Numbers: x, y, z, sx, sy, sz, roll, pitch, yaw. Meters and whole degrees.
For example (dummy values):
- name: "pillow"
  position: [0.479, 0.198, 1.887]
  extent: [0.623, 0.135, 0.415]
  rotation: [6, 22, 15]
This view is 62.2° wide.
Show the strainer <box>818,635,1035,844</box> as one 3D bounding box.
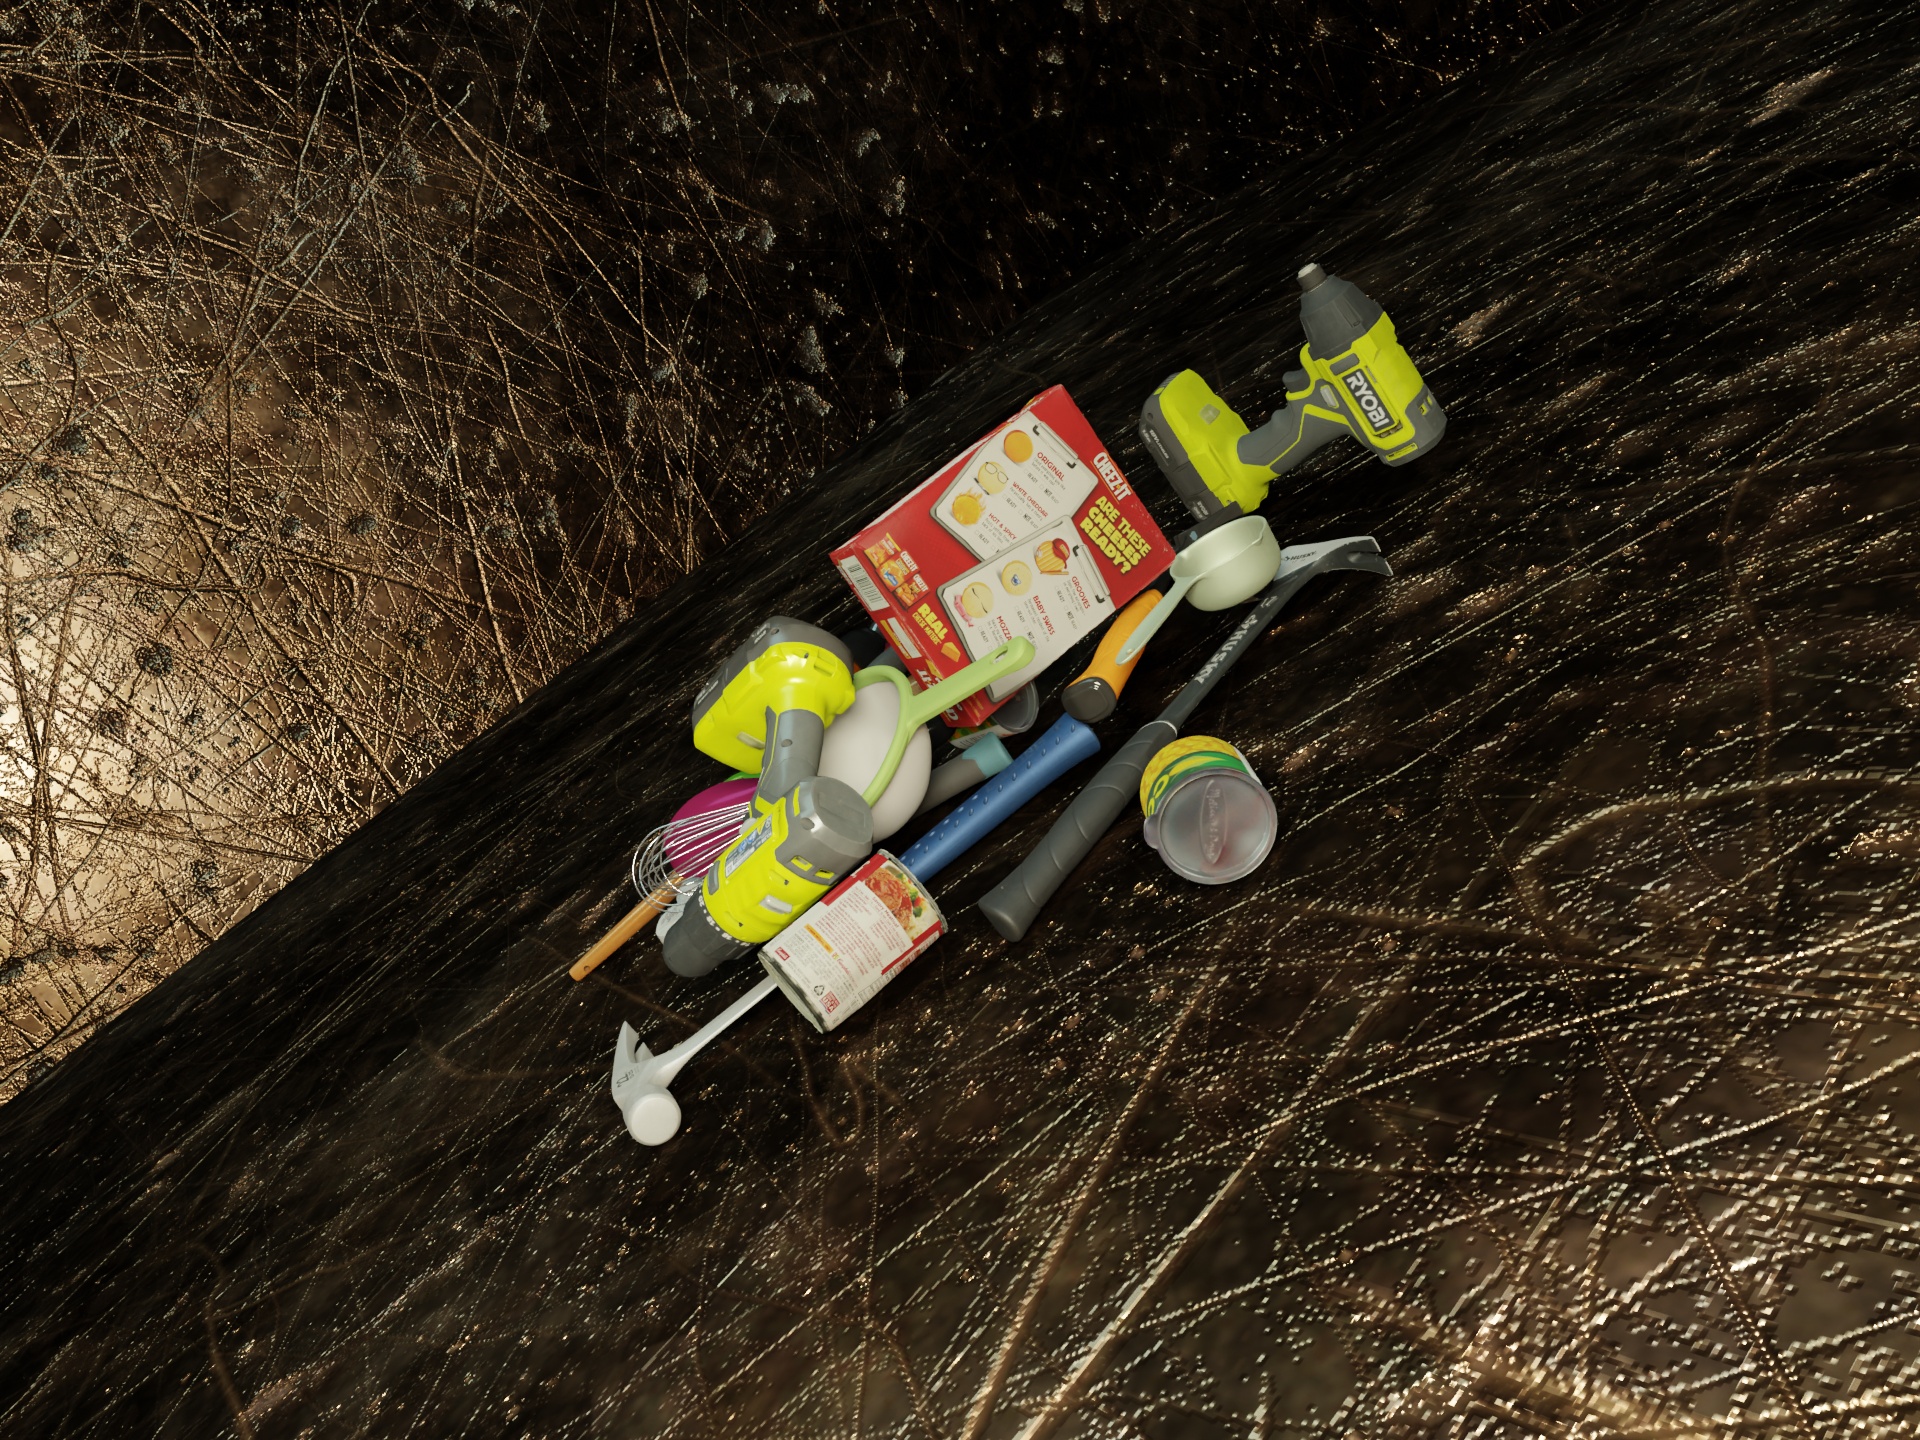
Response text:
- name: "strainer"
  position: [-0.030, 0.017, 1.135]
  extent: [0.256, 0.069, 0.152]
  rotation: [-31, 38, 33]

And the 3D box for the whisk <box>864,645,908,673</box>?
- name: "whisk"
  position: [-0.026, -0.090, 1.477]
  extent: [0.055, 0.055, 0.239]
  rotation: [-15, 24, 49]

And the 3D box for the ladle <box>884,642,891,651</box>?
- name: "ladle"
  position: [0.019, -0.115, 1.619]
  extent: [0.315, 0.031, 0.069]
  rotation: [-29, 21, 12]

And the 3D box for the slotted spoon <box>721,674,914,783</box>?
- name: "slotted spoon"
  position: [-0.113, 0.013, 1.470]
  extent: [0.314, 0.031, 0.070]
  rotation: [-34, 46, 4]

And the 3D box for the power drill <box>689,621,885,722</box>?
- name: "power drill"
  position: [-0.169, -0.034, 1.633]
  extent: [0.226, 0.084, 0.164]
  rotation: [-3, 44, 55]

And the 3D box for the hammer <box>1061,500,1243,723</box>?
- name: "hammer"
  position: [0.144, -0.082, 1.222]
  extent: [0.127, 0.034, 0.337]
  rotation: [-27, 13, 27]

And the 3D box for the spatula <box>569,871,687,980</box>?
- name: "spatula"
  position: [-0.220, 0.112, 1.405]
  extent: [0.322, 0.081, 0.041]
  rotation: [-42, 26, -6]

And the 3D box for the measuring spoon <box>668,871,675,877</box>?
- name: "measuring spoon"
  position: [-0.248, 0.125, 1.494]
  extent: [0.021, 0.011, 0.117]
  rotation: [-29, 14, 21]

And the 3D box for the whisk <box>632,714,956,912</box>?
- name: "whisk"
  position: [-0.129, 0.064, 1.241]
  extent: [0.284, 0.070, 0.070]
  rotation: [-28, 17, 2]

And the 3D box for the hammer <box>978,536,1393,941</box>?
- name: "hammer"
  position: [0.143, 0.000, 1.048]
  extent: [0.149, 0.036, 0.409]
  rotation: [-10, 29, 52]

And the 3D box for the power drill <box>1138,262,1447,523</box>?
- name: "power drill"
  position: [0.265, -0.264, 1.317]
  extent: [0.223, 0.171, 0.080]
  rotation: [-22, 20, 46]

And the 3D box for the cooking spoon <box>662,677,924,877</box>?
- name: "cooking spoon"
  position: [-0.111, 0.027, 1.270]
  extent: [0.319, 0.069, 0.017]
  rotation: [-34, -19, 12]

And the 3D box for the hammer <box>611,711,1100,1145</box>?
- name: "hammer"
  position: [-0.071, 0.129, 1.092]
  extent: [0.405, 0.035, 0.144]
  rotation: [-38, 17, -12]

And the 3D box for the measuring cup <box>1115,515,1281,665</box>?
- name: "measuring cup"
  position: [0.163, -0.080, 1.101]
  extent: [0.168, 0.038, 0.083]
  rotation: [-47, 23, -29]

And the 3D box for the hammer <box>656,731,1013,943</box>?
- name: "hammer"
  position: [-0.102, 0.097, 1.246]
  extent: [0.331, 0.033, 0.128]
  rotation: [-30, 16, 16]

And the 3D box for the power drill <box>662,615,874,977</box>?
- name: "power drill"
  position: [-0.140, 0.055, 1.111]
  extent: [0.190, 0.080, 0.229]
  rotation: [-42, 34, 31]
